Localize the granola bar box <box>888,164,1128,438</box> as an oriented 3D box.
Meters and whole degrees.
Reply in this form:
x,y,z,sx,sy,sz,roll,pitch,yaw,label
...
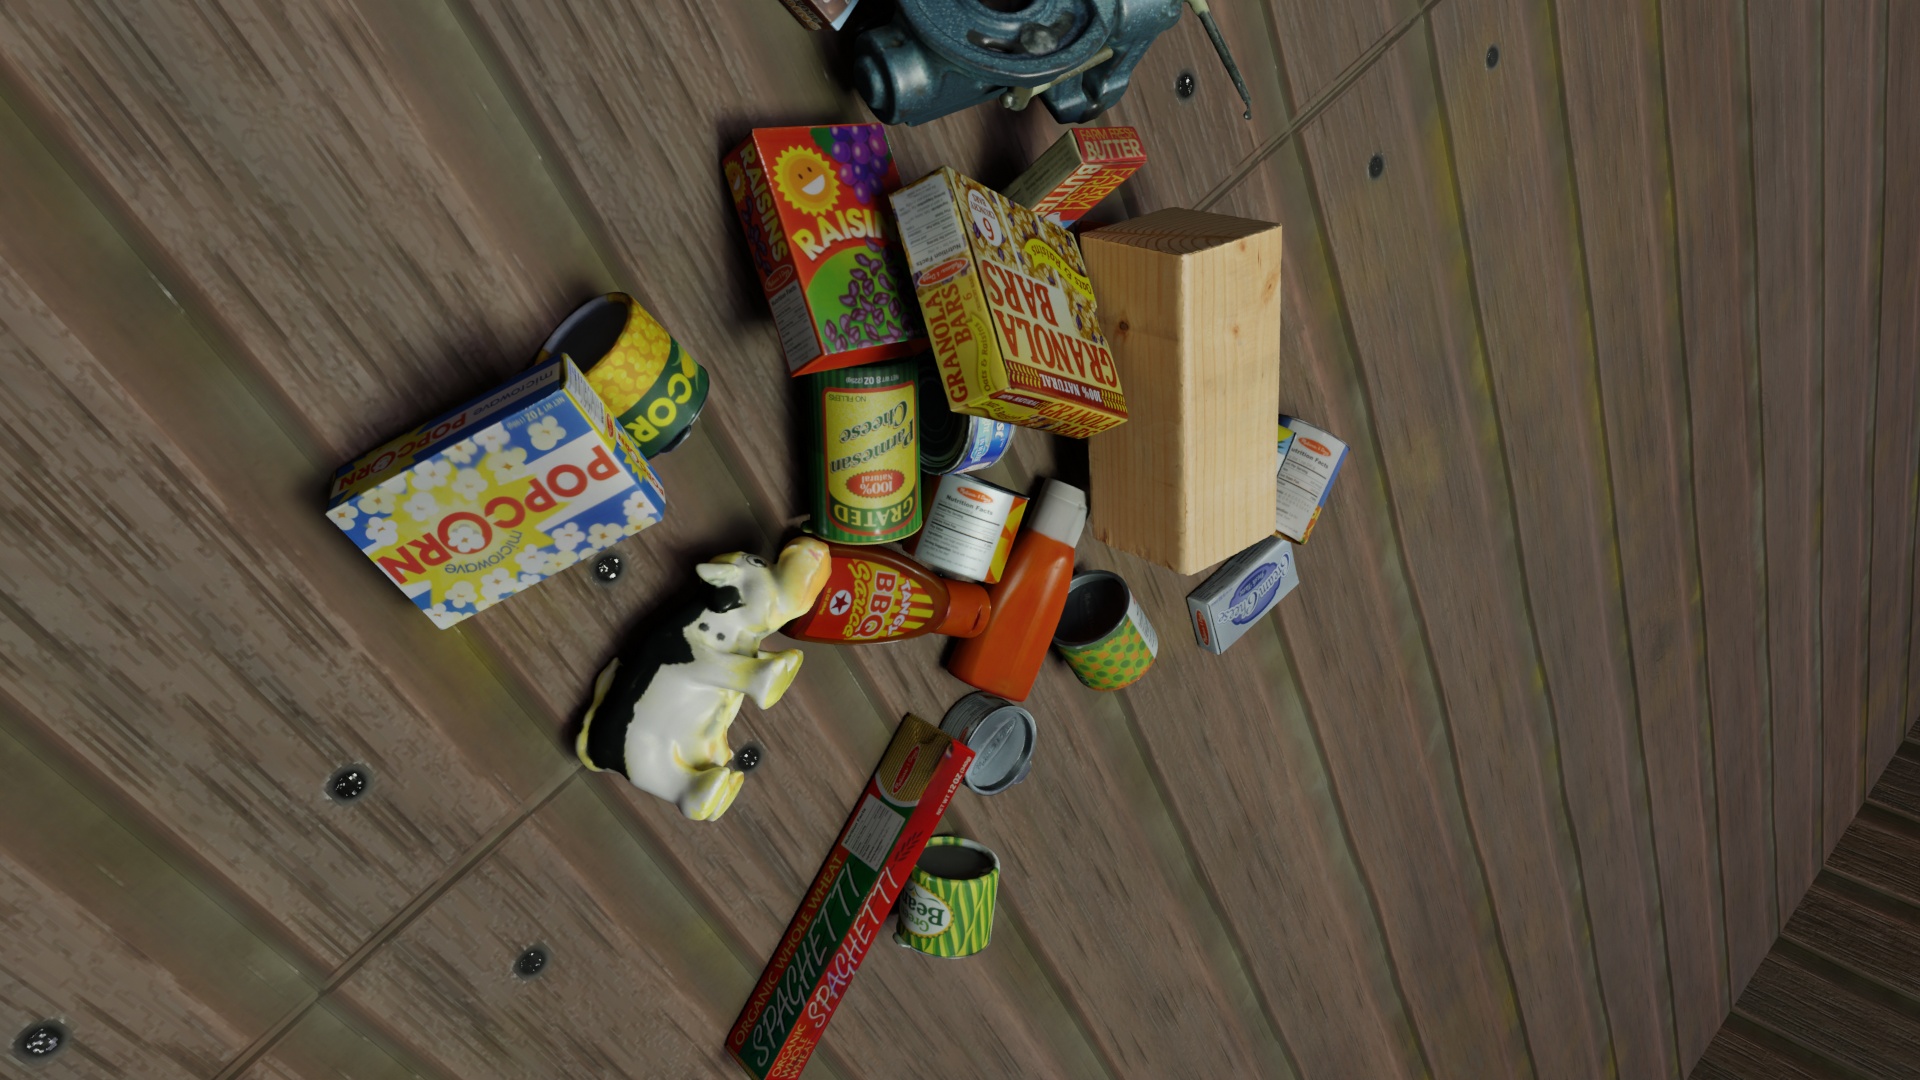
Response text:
x,y,z,sx,sy,sz,roll,pitch,yaw,label
0.032,-0.126,0.774,0.166,0.039,0.124,3,70,-62,granola bar box

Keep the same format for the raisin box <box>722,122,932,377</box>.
x,y,z,sx,sy,sz,roll,pitch,yaw,label
-0.065,-0.155,0.735,0.086,0.040,0.123,-16,87,-36,raisin box

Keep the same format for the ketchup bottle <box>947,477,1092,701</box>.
x,y,z,sx,sy,sz,roll,pitch,yaw,label
0.046,0.032,0.936,0.064,0.043,0.148,24,90,-44,ketchup bottle

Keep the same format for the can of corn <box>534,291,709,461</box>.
x,y,z,sx,sy,sz,roll,pitch,yaw,label
-0.168,-0.079,0.688,0.071,0.071,0.058,-53,131,-12,can of corn

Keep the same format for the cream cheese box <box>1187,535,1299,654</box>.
x,y,z,sx,sy,sz,roll,pitch,yaw,label
0.227,0.039,1.111,0.104,0.024,0.053,-37,128,-25,cream cheese box

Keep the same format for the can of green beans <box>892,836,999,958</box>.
x,y,z,sx,sy,sz,roll,pitch,yaw,label
-0.008,0.244,0.953,0.071,0.071,0.057,-6,110,-40,can of green beans

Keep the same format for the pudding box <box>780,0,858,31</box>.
x,y,z,sx,sy,sz,roll,pitch,yaw,label
-0.064,-0.312,0.719,0.049,0.030,0.084,40,79,-43,pudding box

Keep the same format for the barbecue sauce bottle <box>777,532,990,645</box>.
x,y,z,sx,sy,sz,roll,pitch,yaw,label
-0.046,0.035,0.857,0.148,0.044,0.064,11,103,-43,barbecue sauce bottle

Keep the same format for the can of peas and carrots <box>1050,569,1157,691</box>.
x,y,z,sx,sy,sz,roll,pitch,yaw,label
0.097,0.065,0.980,0.071,0.071,0.058,-49,132,-16,can of peas and carrots

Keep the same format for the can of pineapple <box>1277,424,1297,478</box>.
x,y,z,sx,sy,sz,roll,pitch,yaw,label
0.205,-0.061,1.014,0.071,0.058,0.071,-63,173,-14,can of pineapple

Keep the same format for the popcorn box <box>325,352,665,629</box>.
x,y,z,sx,sy,sz,roll,pitch,yaw,label
-0.215,-0.022,0.652,0.126,0.038,0.085,-26,129,6,popcorn box

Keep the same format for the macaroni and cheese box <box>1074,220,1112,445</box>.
x,y,z,sx,sy,sz,roll,pitch,yaw,label
0.117,-0.121,0.943,0.166,0.040,0.124,30,85,-43,macaroni and cheese box

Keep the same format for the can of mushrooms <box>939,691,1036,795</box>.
x,y,z,sx,sy,sz,roll,pitch,yaw,label
0.019,0.141,0.961,0.071,0.033,0.070,-16,115,-37,can of mushrooms

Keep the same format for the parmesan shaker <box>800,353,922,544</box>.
x,y,z,sx,sy,sz,roll,pitch,yaw,label
-0.059,-0.057,0.797,0.071,0.071,0.102,-17,116,-36,parmesan shaker

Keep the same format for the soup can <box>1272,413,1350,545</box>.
x,y,z,sx,sy,sz,roll,pitch,yaw,label
0.252,-0.047,1.075,0.071,0.071,0.083,25,90,-44,soup can

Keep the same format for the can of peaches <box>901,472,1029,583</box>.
x,y,z,sx,sy,sz,roll,pitch,yaw,label
0.003,-0.011,0.869,0.071,0.071,0.058,15,96,-43,can of peaches

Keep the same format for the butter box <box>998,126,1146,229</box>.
x,y,z,sx,sy,sz,roll,pitch,yaw,label
0.057,-0.207,0.819,0.053,0.103,0.024,-14,79,-38,butter box

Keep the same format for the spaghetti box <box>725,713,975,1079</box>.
x,y,z,sx,sy,sz,roll,pitch,yaw,label
-0.072,0.234,0.905,0.028,0.050,0.250,34,83,-42,spaghetti box
